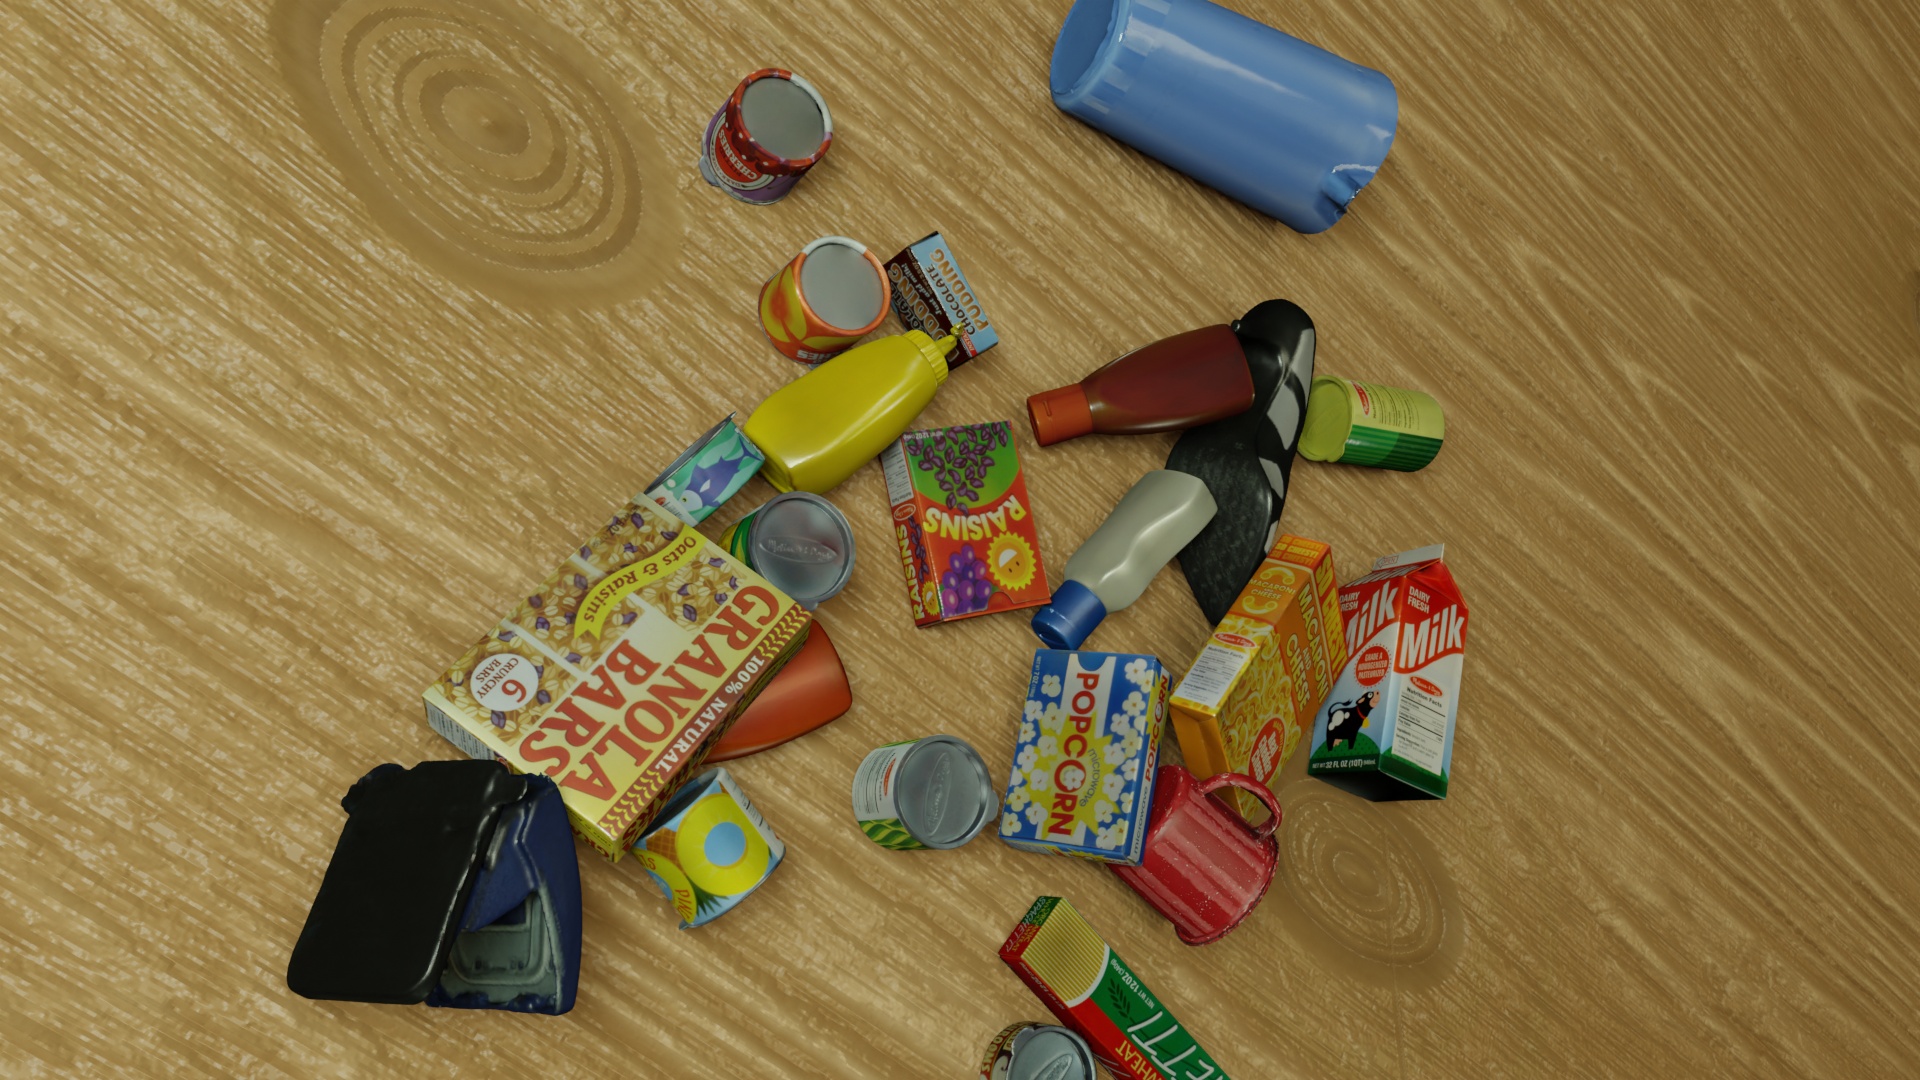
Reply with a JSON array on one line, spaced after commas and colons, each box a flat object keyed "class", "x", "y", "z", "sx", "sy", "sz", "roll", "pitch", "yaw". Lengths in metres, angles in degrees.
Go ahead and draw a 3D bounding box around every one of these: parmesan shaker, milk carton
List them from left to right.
[{"class": "parmesan shaker", "x": 0.319, "y": -0.087, "z": 1.086, "sx": 0.103, "sy": 0.071, "sz": 0.071, "roll": 5, "pitch": 76, "yaw": -30}, {"class": "milk carton", "x": 0.324, "y": 0.094, "z": 1.042, "sx": 0.073, "sy": 0.072, "sz": 0.191, "roll": 25, "pitch": 67, "yaw": -24}]

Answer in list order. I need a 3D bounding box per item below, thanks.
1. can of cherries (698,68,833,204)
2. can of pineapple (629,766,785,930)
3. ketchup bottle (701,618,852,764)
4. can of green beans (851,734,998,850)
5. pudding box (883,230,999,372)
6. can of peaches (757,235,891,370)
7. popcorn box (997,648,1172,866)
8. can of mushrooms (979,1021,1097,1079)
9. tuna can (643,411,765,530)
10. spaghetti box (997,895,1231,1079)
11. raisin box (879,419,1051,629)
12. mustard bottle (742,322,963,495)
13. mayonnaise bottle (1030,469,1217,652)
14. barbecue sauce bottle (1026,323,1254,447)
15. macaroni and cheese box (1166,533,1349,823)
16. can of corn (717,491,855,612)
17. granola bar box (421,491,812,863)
[{"class": "can of cherries", "x": -0.122, "y": -0.251, "z": 0.868, "sx": 0.071, "sy": 0.058, "sz": 0.071, "roll": 8, "pitch": 74, "yaw": -29}, {"class": "can of pineapple", "x": -0.139, "y": 0.166, "z": 0.752, "sx": 0.071, "sy": 0.071, "sz": 0.058, "roll": -41, "pitch": 100, "yaw": -31}, {"class": "ketchup bottle", "x": -0.137, "y": 0.096, "z": 0.783, "sx": 0.149, "sy": 0.043, "sz": 0.065, "roll": -21, "pitch": 84, "yaw": -33}, {"class": "can of green beans", "x": -0.024, "y": 0.151, "z": 0.828, "sx": 0.071, "sy": 0.057, "sz": 0.071, "roll": 8, "pitch": 74, "yaw": -29}, {"class": "pudding box", "x": -0.016, "y": -0.154, "z": 0.913, "sx": 0.030, "sy": 0.049, "sz": 0.083, "roll": -32, "pitch": 96, "yaw": -34}, {"class": "can of peaches", "x": -0.084, "y": -0.147, "z": 0.866, "sx": 0.071, "sy": 0.058, "sz": 0.071, "roll": 8, "pitch": 74, "yaw": -29}, {"class": "popcorn box", "x": 0.080, "y": 0.135, "z": 0.875, "sx": 0.038, "sy": 0.085, "sz": 0.127, "roll": 42, "pitch": 55, "yaw": -53}, {"class": "can of mushrooms", "x": 0.046, "y": 0.325, "z": 0.842, "sx": 0.071, "sy": 0.033, "sz": 0.071, "roll": 7, "pitch": 75, "yaw": -29}, {"class": "tuna can", "x": -0.145, "y": -0.039, "z": 0.798, "sx": 0.033, "sy": 0.071, "sz": 0.071, "roll": 49, "pitch": 59, "yaw": -14}, {"class": "spaghetti box", "x": 0.123, "y": 0.330, "z": 0.889, "sx": 0.249, "sy": 0.028, "sz": 0.050, "roll": 49, "pitch": 60, "yaw": -11}, {"class": "raisin box", "x": 0.003, "y": -0.011, "z": 0.896, "sx": 0.086, "sy": 0.040, "sz": 0.123, "roll": -8, "pitch": 83, "yaw": -33}, {"class": "mustard bottle", "x": -0.056, "y": -0.088, "z": 0.854, "sx": 0.161, "sy": 0.048, "sz": 0.065, "roll": -36, "pitch": 63, "yaw": -22}, {"class": "mayonnaise bottle", "x": 0.107, "y": 0.014, "z": 0.939, "sx": 0.148, "sy": 0.065, "sz": 0.041, "roll": -46, "pitch": 120, "yaw": -20}, {"class": "barbecue sauce bottle", "x": 0.121, "y": -0.100, "z": 0.948, "sx": 0.149, "sy": 0.043, "sz": 0.065, "roll": -15, "pitch": 72, "yaw": -3}, {"class": "macaroni and cheese box", "x": 0.209, "y": 0.095, "z": 0.960, "sx": 0.167, "sy": 0.040, "sz": 0.123, "roll": -49, "pitch": 136, "yaw": -30}, {"class": "can of corn", "x": -0.104, "y": 0.012, "z": 0.815, "sx": 0.071, "sy": 0.058, "sz": 0.071, "roll": 8, "pitch": 74, "yaw": -29}, {"class": "granola bar box", "x": -0.177, "y": 0.068, "z": 0.735, "sx": 0.124, "sy": 0.038, "sz": 0.166, "roll": 34, "pitch": 54, "yaw": 7}]
